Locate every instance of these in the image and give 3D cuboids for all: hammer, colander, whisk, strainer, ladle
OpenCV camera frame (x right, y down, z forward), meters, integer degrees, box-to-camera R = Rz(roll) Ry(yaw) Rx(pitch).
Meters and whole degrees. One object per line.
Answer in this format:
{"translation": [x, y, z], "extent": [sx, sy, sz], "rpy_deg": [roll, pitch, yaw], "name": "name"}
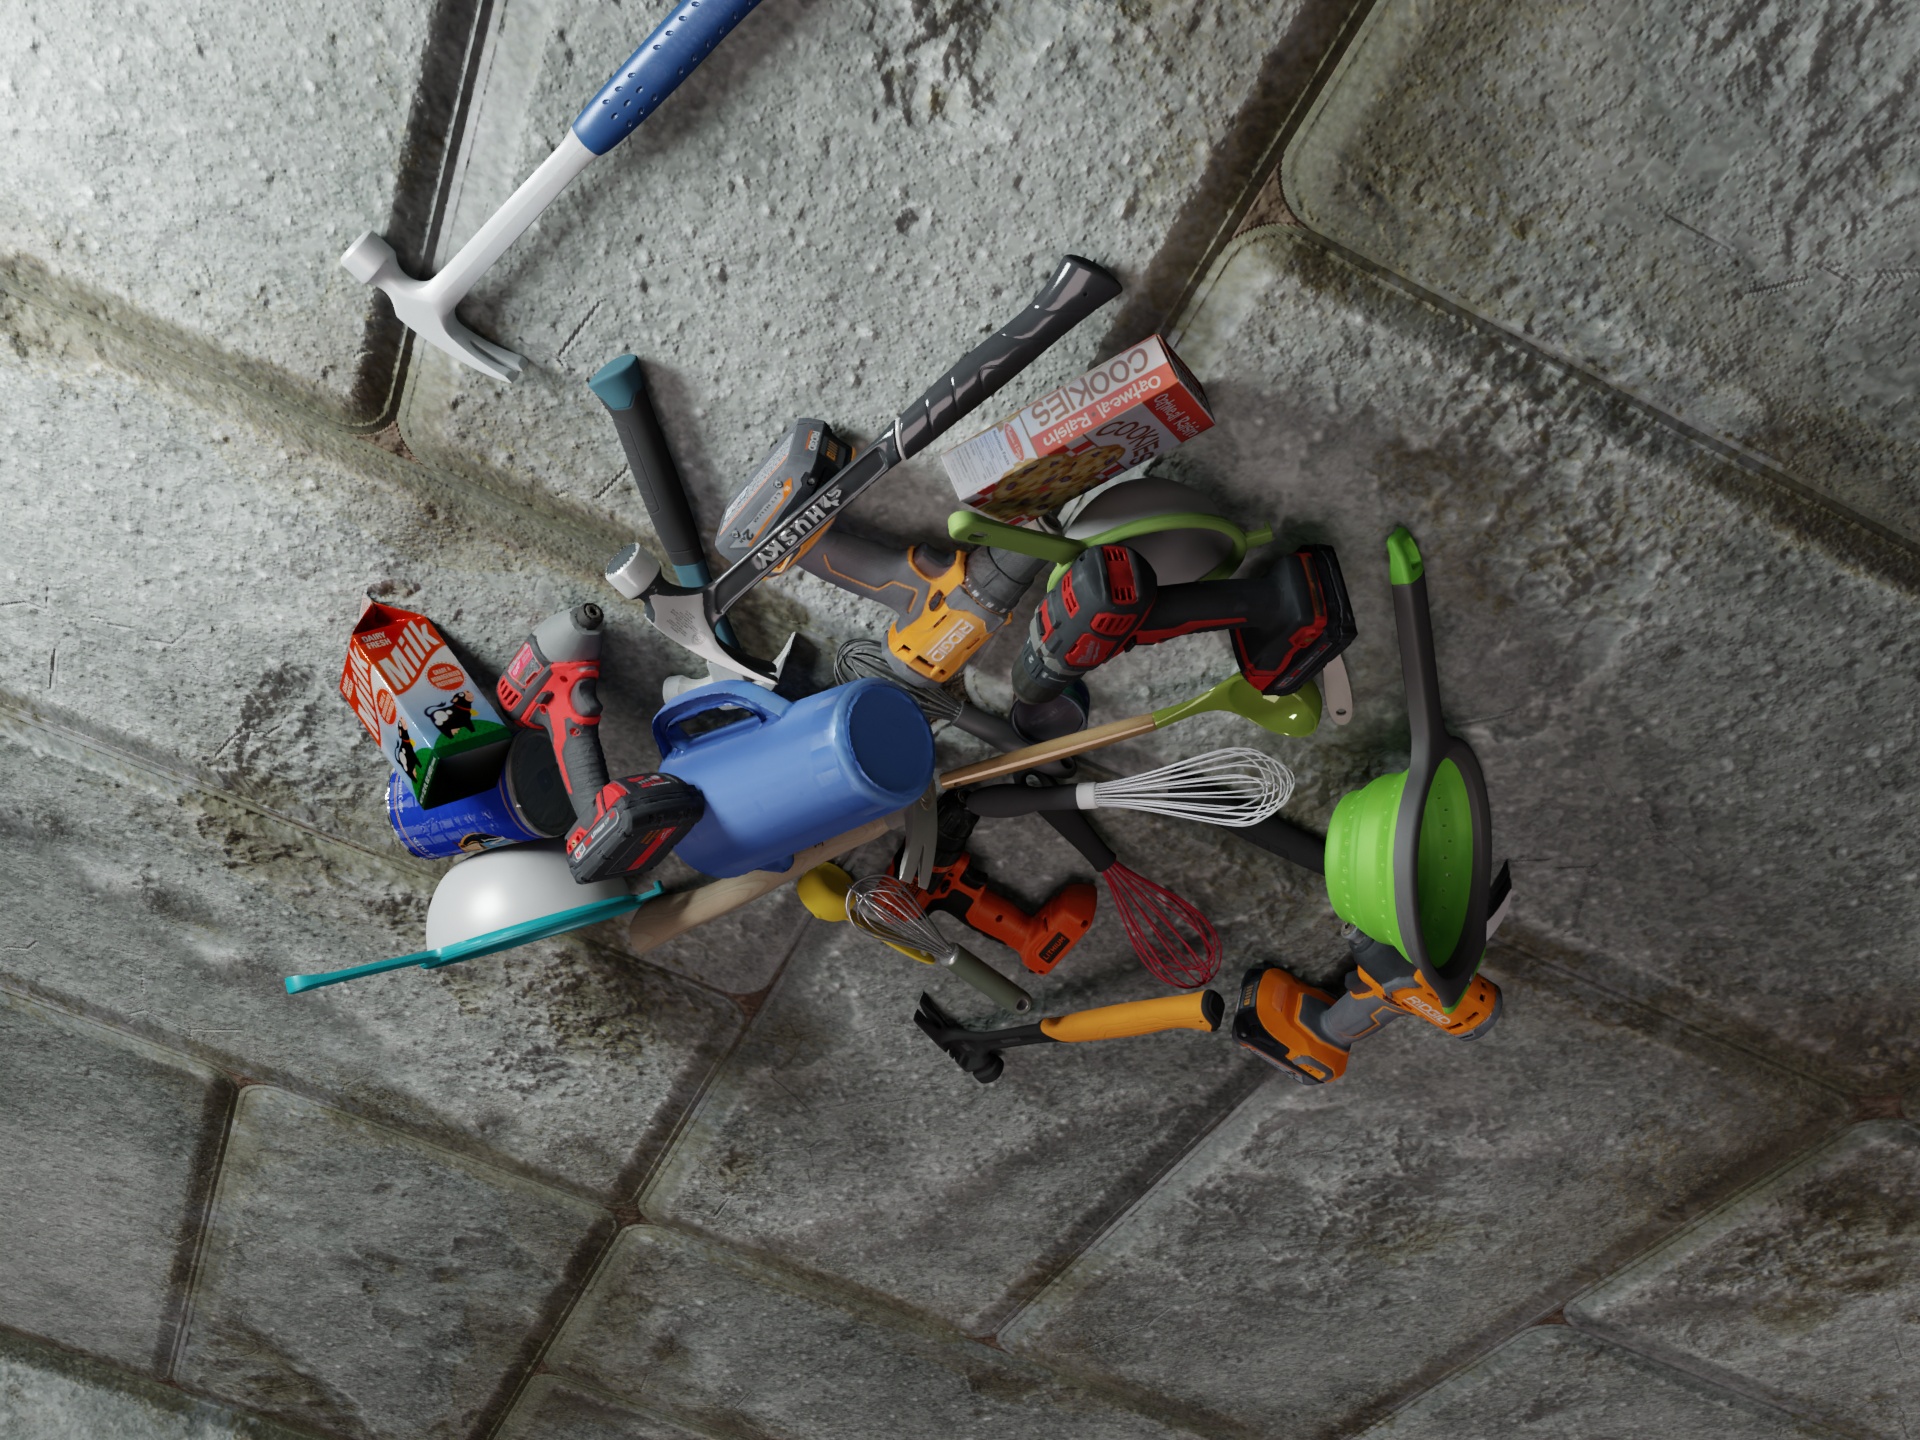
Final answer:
{"translation": [-0.175, 0.147, 1.470], "extent": [0.410, 0.146, 0.038], "rpy_deg": [-29, 140, 36], "name": "hammer"}
{"translation": [-0.054, -0.182, 1.127], "extent": [0.409, 0.036, 0.149], "rpy_deg": [-38, 120, 13], "name": "hammer"}
{"translation": [0.341, 0.039, 1.271], "extent": [0.094, 0.204, 0.396], "rpy_deg": [1, 115, 35], "name": "colander"}
{"translation": [-0.254, -0.382, 1.077], "extent": [0.405, 0.035, 0.144], "rpy_deg": [-32, 118, 32], "name": "hammer"}
{"translation": [0.140, 0.061, 1.346], "extent": [0.284, 0.070, 0.070], "rpy_deg": [-4, 130, 20], "name": "whisk"}
{"translation": [0.329, 0.122, 1.406], "extent": [0.334, 0.035, 0.146], "rpy_deg": [26, 131, -11], "name": "hammer"}
{"translation": [0.107, 0.295, 1.554], "extent": [0.337, 0.034, 0.127], "rpy_deg": [-18, 126, 40], "name": "hammer"}
{"translation": [-0.460, 0.170, 1.465], "extent": [0.211, 0.340, 0.095], "rpy_deg": [-22, 82, 43], "name": "strainer"}
{"translation": [-0.016, 0.213, 1.477], "extent": [0.246, 0.059, 0.058], "rpy_deg": [39, 84, -32], "name": "whisk"}
{"translation": [-0.002, -0.004, 1.353], "extent": [0.238, 0.055, 0.055], "rpy_deg": [26, 130, -17], "name": "whisk"}
{"translation": [-0.226, -0.141, 1.283], "extent": [0.128, 0.033, 0.330], "rpy_deg": [-4, 130, 15], "name": "hammer"}
{"translation": [0.136, 0.017, 1.303], "extent": [0.320, 0.062, 0.078], "rpy_deg": [-16, 141, 11], "name": "ladle"}
{"translation": [0.091, -0.141, 1.153], "extent": [0.256, 0.069, 0.151], "rpy_deg": [7, 152, -38], "name": "strainer"}
{"translation": [0.143, 0.143, 1.445], "extent": [0.073, 0.073, 0.295], "rpy_deg": [-29, 114, 31], "name": "whisk"}

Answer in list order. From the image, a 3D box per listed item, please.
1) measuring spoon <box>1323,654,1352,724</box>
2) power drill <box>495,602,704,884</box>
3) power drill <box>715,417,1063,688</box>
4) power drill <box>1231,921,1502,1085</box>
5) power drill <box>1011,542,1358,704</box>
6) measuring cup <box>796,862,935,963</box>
{"translation": [0.302, -0.042, 1.285], "extent": [0.034, 0.018, 0.124], "rpy_deg": [-6, 136, 16], "name": "measuring spoon"}
{"translation": [-0.309, 0.014, 1.338], "extent": [0.143, 0.078, 0.220], "rpy_deg": [-44, 67, 36], "name": "power drill"}
{"translation": [-0.050, -0.138, 1.225], "extent": [0.226, 0.084, 0.185], "rpy_deg": [32, 127, -22], "name": "power drill"}
{"translation": [0.354, 0.251, 1.456], "extent": [0.164, 0.084, 0.226], "rpy_deg": [34, 141, -18], "name": "power drill"}
{"translation": [0.156, -0.064, 1.187], "extent": [0.226, 0.080, 0.187], "rpy_deg": [-1, 156, -20], "name": "power drill"}
{"translation": [-0.084, 0.186, 1.522], "extent": [0.156, 0.062, 0.029], "rpy_deg": [32, 118, -12], "name": "measuring cup"}
